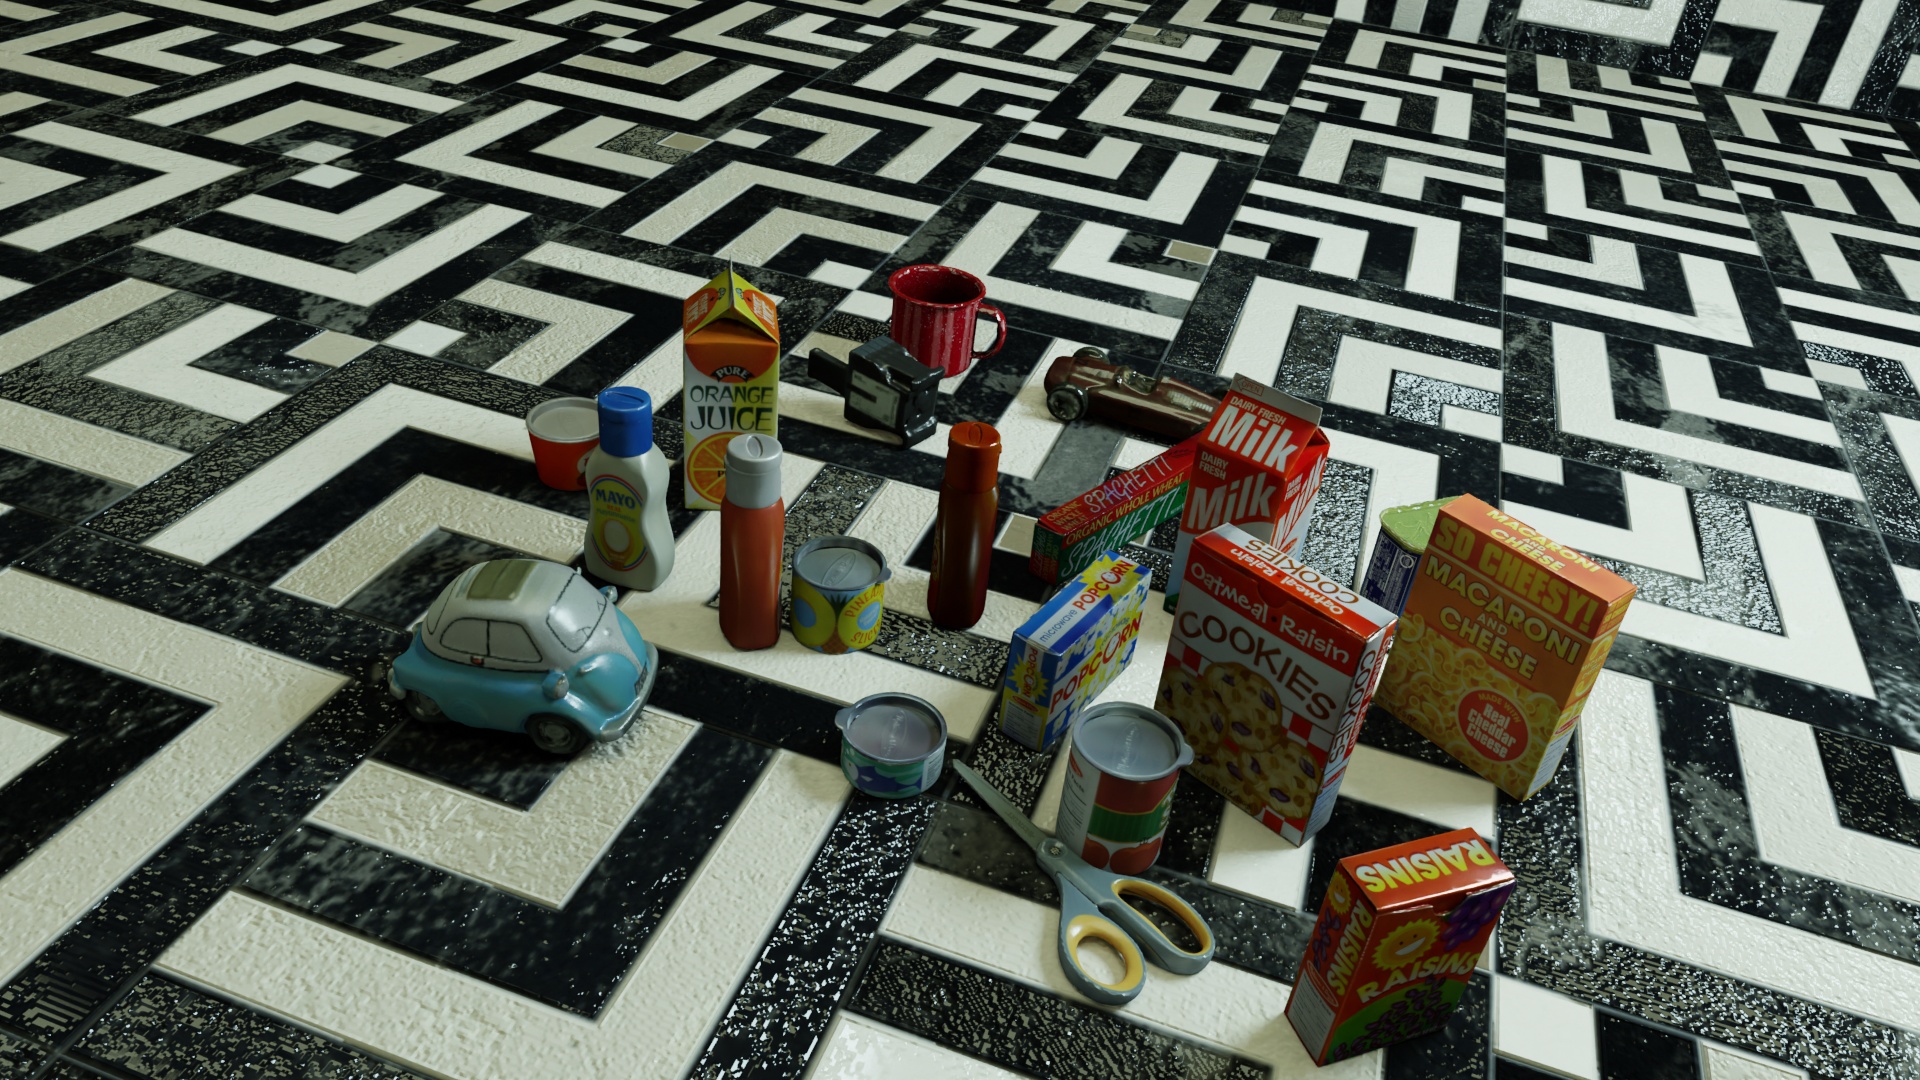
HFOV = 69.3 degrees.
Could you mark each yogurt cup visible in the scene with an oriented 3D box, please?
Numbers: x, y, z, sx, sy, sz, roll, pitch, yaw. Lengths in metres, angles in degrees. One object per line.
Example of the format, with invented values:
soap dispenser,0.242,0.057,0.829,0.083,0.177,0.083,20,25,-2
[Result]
yogurt cup,-0.311,-0.076,1.111,0.072,0.053,0.073,5,34,-3

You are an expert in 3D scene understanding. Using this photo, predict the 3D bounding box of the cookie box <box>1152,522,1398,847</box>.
cookie box,0.186,0.089,0.856,0.123,0.166,0.040,32,41,33

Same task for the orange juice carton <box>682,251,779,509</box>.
orange juice carton,-0.178,-0.122,1.078,0.073,0.191,0.072,0,35,-10

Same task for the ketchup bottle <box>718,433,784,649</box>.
ketchup bottle,-0.142,-0.001,0.946,0.043,0.148,0.065,-4,35,-15

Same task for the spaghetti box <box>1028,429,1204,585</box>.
spaghetti box,0.147,-0.034,1.133,0.029,0.049,0.251,31,41,32

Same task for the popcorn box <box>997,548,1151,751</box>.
popcorn box,0.077,0.072,0.934,0.038,0.084,0.127,25,38,25

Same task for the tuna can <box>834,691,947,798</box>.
tuna can,-0.045,0.129,0.876,0.071,0.032,0.071,5,34,-3

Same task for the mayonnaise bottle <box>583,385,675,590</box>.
mayonnaise bottle,-0.236,-0.037,0.983,0.065,0.147,0.041,14,35,11

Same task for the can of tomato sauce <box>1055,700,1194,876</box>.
can of tomato sauce,0.096,0.149,0.827,0.071,0.082,0.071,5,34,-3

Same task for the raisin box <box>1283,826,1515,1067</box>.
raisin box,0.226,0.212,0.722,0.086,0.122,0.040,-7,36,-20

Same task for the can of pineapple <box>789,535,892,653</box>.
can of pineapple,-0.085,0.039,0.979,0.071,0.057,0.071,5,34,-3

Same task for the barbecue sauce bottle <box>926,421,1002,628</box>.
barbecue sauce bottle,0.004,-0.012,0.989,0.044,0.147,0.065,6,34,-2

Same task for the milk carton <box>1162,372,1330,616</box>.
milk carton,0.210,-0.025,1.007,0.072,0.189,0.074,28,39,28

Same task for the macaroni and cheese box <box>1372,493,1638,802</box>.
macaroni and cheese box,0.352,0.070,0.914,0.040,0.165,0.124,-21,43,-35
